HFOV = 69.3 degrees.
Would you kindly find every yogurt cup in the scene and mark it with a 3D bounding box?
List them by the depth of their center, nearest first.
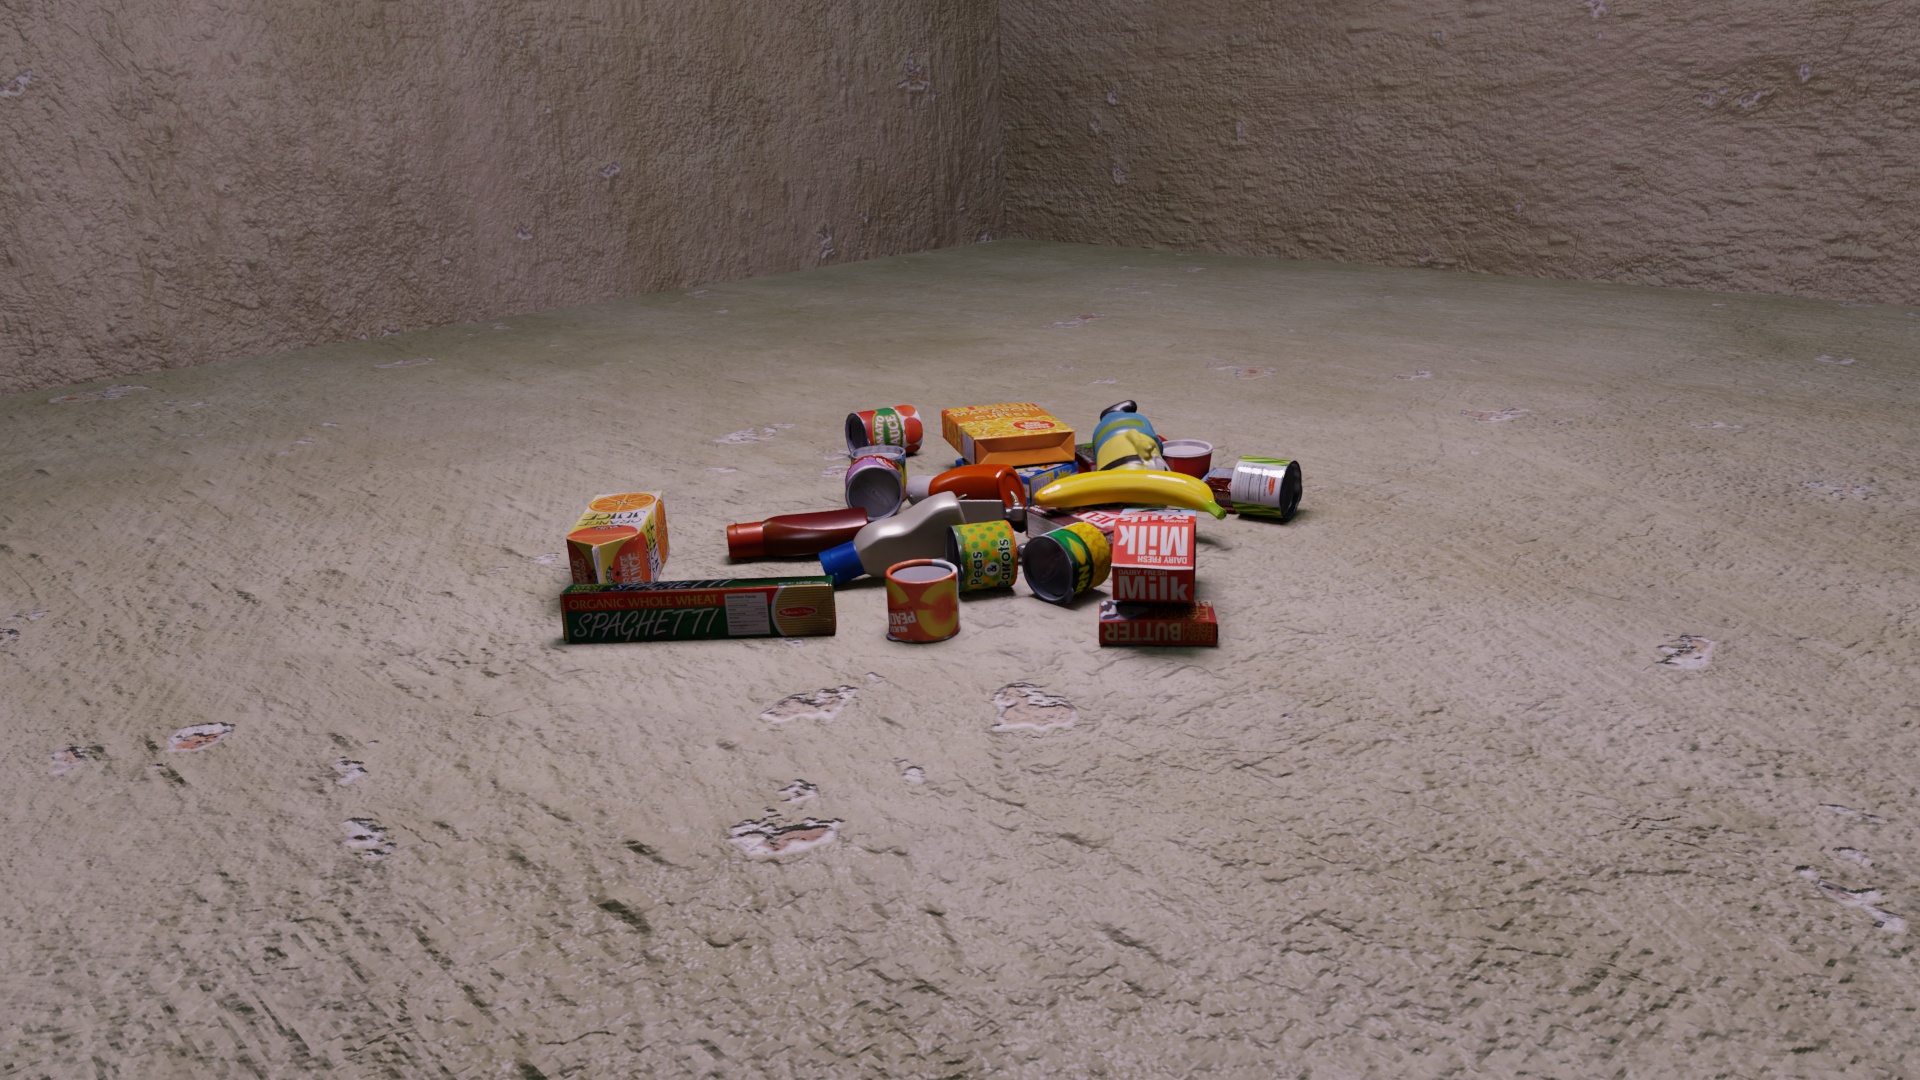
[{"bbox_3d":[0.262,-0.085,1.631,0.072,0.053,0.072,-2,19,1],"label":"yogurt cup"}]

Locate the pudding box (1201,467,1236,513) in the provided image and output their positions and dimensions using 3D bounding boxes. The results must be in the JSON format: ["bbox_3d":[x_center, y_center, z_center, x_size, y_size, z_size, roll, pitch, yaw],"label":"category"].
[{"bbox_3d":[0.300,-0.058,1.585,0.049,0.030,0.084,7,21,23],"label":"pudding box"}]

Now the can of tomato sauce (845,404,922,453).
[{"bbox_3d":[-0.100,-0.142,1.829,0.083,0.071,0.071,-12,21,-29],"label":"can of tomato sauce"}]

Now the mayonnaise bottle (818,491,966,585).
[{"bbox_3d":[-0.066,0.003,1.384,0.148,0.064,0.041,-21,39,-4],"label":"mayonnaise bottle"}]

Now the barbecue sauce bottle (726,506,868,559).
[{"bbox_3d":[-0.172,-0.006,1.475,0.149,0.043,0.065,-6,19,-8],"label":"barbecue sauce bottle"}]

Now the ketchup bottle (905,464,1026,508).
[{"bbox_3d":[0.002,-0.055,1.573,0.148,0.064,0.044,3,35,41],"label":"ketchup bottle"}]

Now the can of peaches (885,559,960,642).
[{"bbox_3d":[-0.036,0.054,1.256,0.071,0.058,0.071,-2,18,1],"label":"can of peaches"}]

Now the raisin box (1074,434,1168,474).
[{"bbox_3d":[0.201,-0.095,1.694,0.123,0.040,0.086,-8,19,-13],"label":"raisin box"}]

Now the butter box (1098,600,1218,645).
[{"bbox_3d":[0.174,0.072,1.226,0.103,0.024,0.053,0,18,7],"label":"butter box"}]

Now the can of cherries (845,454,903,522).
[{"bbox_3d":[-0.097,-0.061,1.589,0.071,0.071,0.058,-4,17,-4],"label":"can of cherries"}]

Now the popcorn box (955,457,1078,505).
[{"bbox_3d":[0.068,-0.079,1.666,0.085,0.038,0.127,-20,26,-40],"label":"popcorn box"}]

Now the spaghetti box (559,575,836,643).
[{"bbox_3d":[-0.239,0.063,1.271,0.250,0.050,0.029,-2,16,2],"label":"spaghetti box"}]

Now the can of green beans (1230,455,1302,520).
[{"bbox_3d":[0.336,-0.058,1.526,0.058,0.071,0.071,9,22,32],"label":"can of green beans"}]

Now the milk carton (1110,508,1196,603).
[{"bbox_3d":[0.178,0.014,1.264,0.072,0.073,0.191,1,6,10],"label":"milk carton"}]

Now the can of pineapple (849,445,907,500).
[{"bbox_3d":[-0.096,-0.077,1.650,0.071,0.057,0.071,-3,19,1],"label":"can of pineapple"}]

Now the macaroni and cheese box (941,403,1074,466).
[{"bbox_3d":[0.055,-0.130,1.693,0.124,0.040,0.167,-6,19,-13],"label":"macaroni and cheese box"}]

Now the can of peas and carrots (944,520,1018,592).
[{"bbox_3d":[0.021,0.016,1.349,0.059,0.070,0.071,-6,19,-13],"label":"can of peas and carrots"}]

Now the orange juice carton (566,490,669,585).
[{"bbox_3d":[-0.347,0.011,1.403,0.073,0.071,0.193,-4,18,-2],"label":"orange juice carton"}]

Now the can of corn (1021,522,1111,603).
[{"bbox_3d":[0.103,0.022,1.324,0.058,0.071,0.071,-19,24,-40],"label":"can of corn"}]
